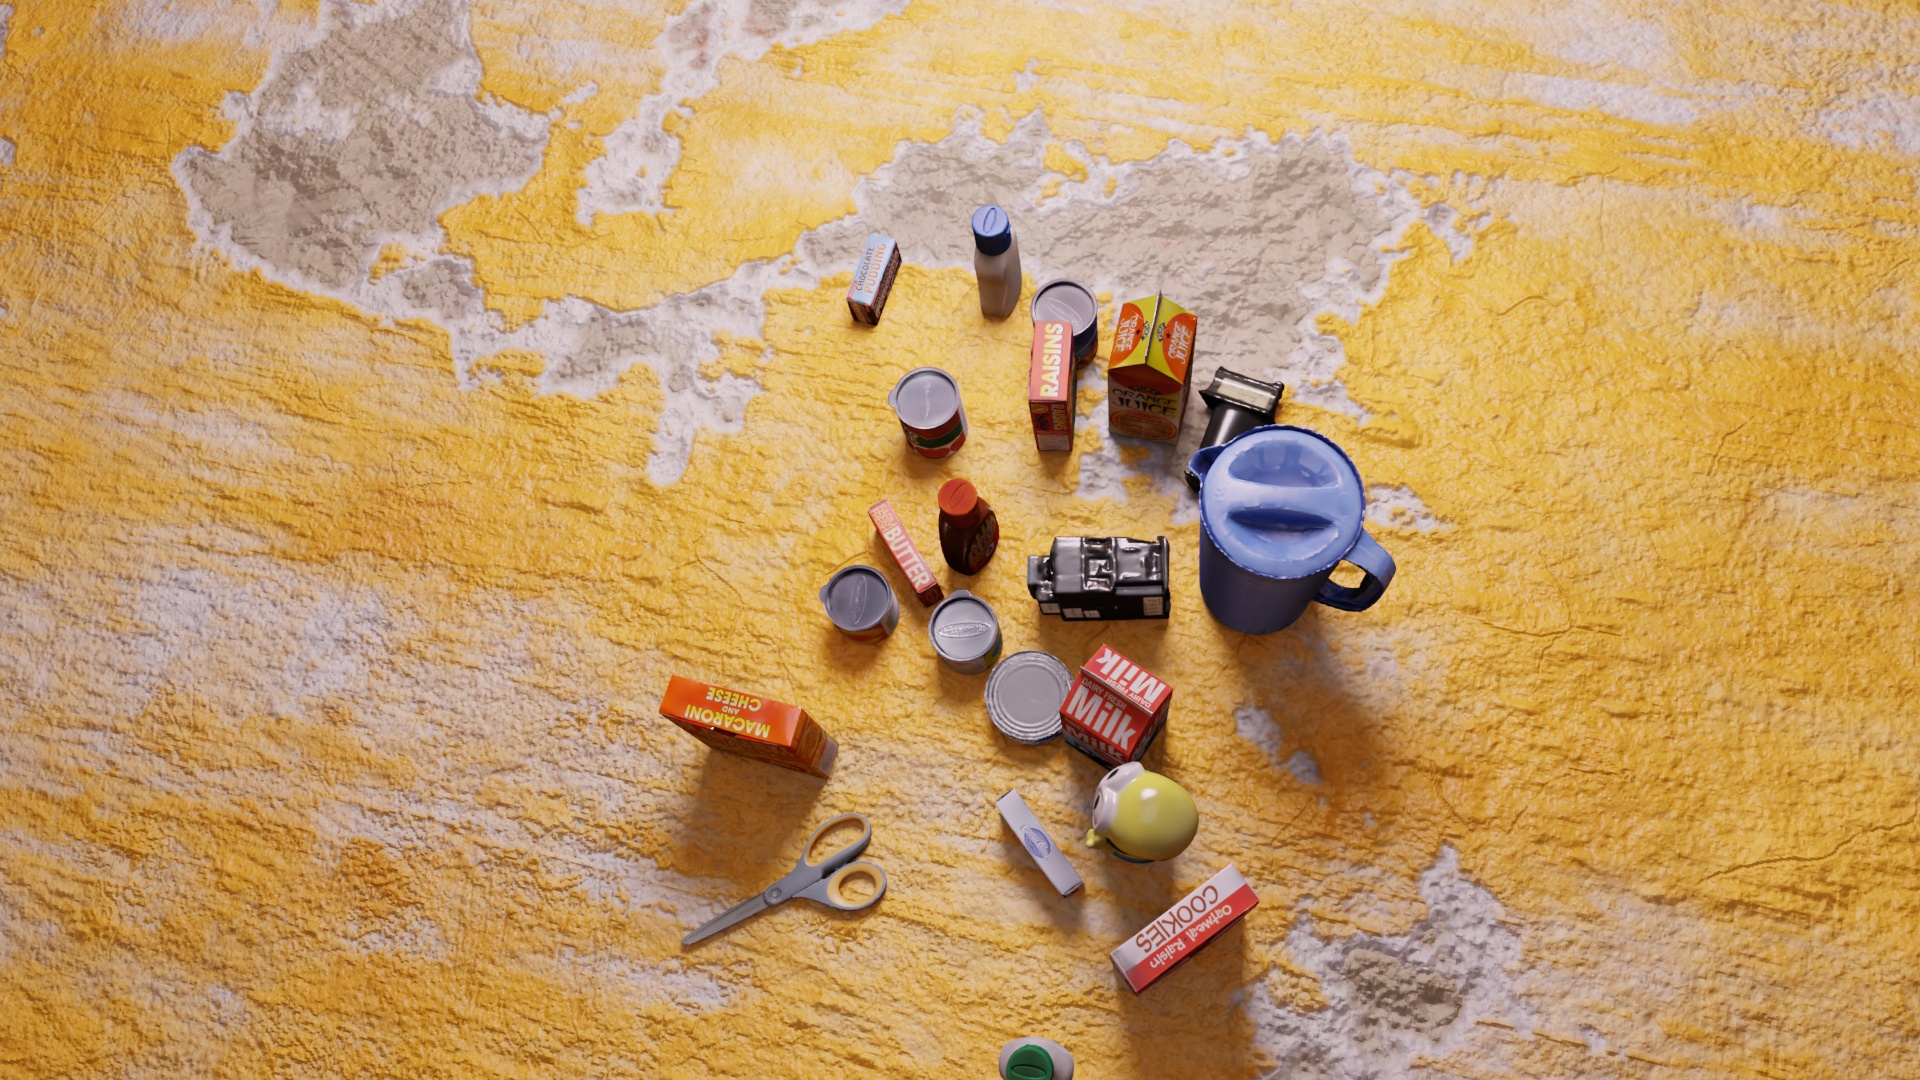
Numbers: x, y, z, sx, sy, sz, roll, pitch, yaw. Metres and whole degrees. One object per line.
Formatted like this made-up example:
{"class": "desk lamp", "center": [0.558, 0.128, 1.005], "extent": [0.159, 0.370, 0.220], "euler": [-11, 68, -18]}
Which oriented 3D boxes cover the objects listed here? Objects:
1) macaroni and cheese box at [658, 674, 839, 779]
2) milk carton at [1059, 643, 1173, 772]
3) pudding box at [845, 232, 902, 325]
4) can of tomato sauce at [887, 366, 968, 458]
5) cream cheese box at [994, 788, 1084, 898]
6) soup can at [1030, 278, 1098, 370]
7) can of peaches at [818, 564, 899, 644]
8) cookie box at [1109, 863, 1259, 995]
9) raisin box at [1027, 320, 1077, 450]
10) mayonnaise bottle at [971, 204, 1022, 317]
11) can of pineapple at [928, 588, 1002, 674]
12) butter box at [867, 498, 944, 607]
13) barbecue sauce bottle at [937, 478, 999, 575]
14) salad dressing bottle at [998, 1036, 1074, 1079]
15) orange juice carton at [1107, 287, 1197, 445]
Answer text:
{"class": "macaroni and cheese box", "center": [-0.187, 0.172, 1.259], "extent": [0.124, 0.166, 0.040], "euler": [13, 73, 11]}
{"class": "milk carton", "center": [0.136, 0.150, 1.217], "extent": [0.072, 0.190, 0.073], "euler": [32, 78, 16]}
{"class": "pudding box", "center": [-0.091, -0.276, 1.466], "extent": [0.030, 0.049, 0.084], "euler": [16, 74, 12]}
{"class": "can of tomato sauce", "center": [-0.031, -0.126, 1.389], "extent": [0.071, 0.083, 0.071], "euler": [-2, 71, 6]}
{"class": "cream cheese box", "center": [0.072, 0.275, 1.254], "extent": [0.024, 0.053, 0.104], "euler": [-36, 71, -6]}
{"class": "soup can", "center": [0.104, -0.214, 1.404], "extent": [0.071, 0.083, 0.071], "euler": [-2, 71, 6]}
{"class": "can of peaches", "center": [-0.097, 0.063, 1.344], "extent": [0.071, 0.058, 0.071], "euler": [-2, 71, 6]}
{"class": "cookie box", "center": [0.185, 0.329, 1.161], "extent": [0.123, 0.167, 0.040], "euler": [-36, 71, -6]}
{"class": "raisin box", "center": [0.091, -0.150, 1.362], "extent": [0.040, 0.123, 0.086], "euler": [3, 72, 8]}
{"class": "mayonnaise bottle", "center": [0.036, -0.285, 1.402], "extent": [0.041, 0.147, 0.065], "euler": [13, 73, 11]}
{"class": "can of pineapple", "center": [0.006, 0.089, 1.324], "extent": [0.071, 0.057, 0.071], "euler": [-2, 71, 6]}
{"class": "butter box", "center": [-0.054, 0.013, 1.359], "extent": [0.024, 0.053, 0.104], "euler": [-31, 70, -4]}
{"class": "barbecue sauce bottle", "center": [0.005, -0.016, 1.312], "extent": [0.044, 0.148, 0.065], "euler": [28, 77, 15]}
{"class": "salad dressing bottle", "center": [0.061, 0.436, 1.149], "extent": [0.064, 0.147, 0.044], "euler": [6, 72, 9]}
{"class": "orange juice carton", "center": [0.181, -0.164, 1.320], "extent": [0.073, 0.192, 0.072], "euler": [12, 73, 11]}
